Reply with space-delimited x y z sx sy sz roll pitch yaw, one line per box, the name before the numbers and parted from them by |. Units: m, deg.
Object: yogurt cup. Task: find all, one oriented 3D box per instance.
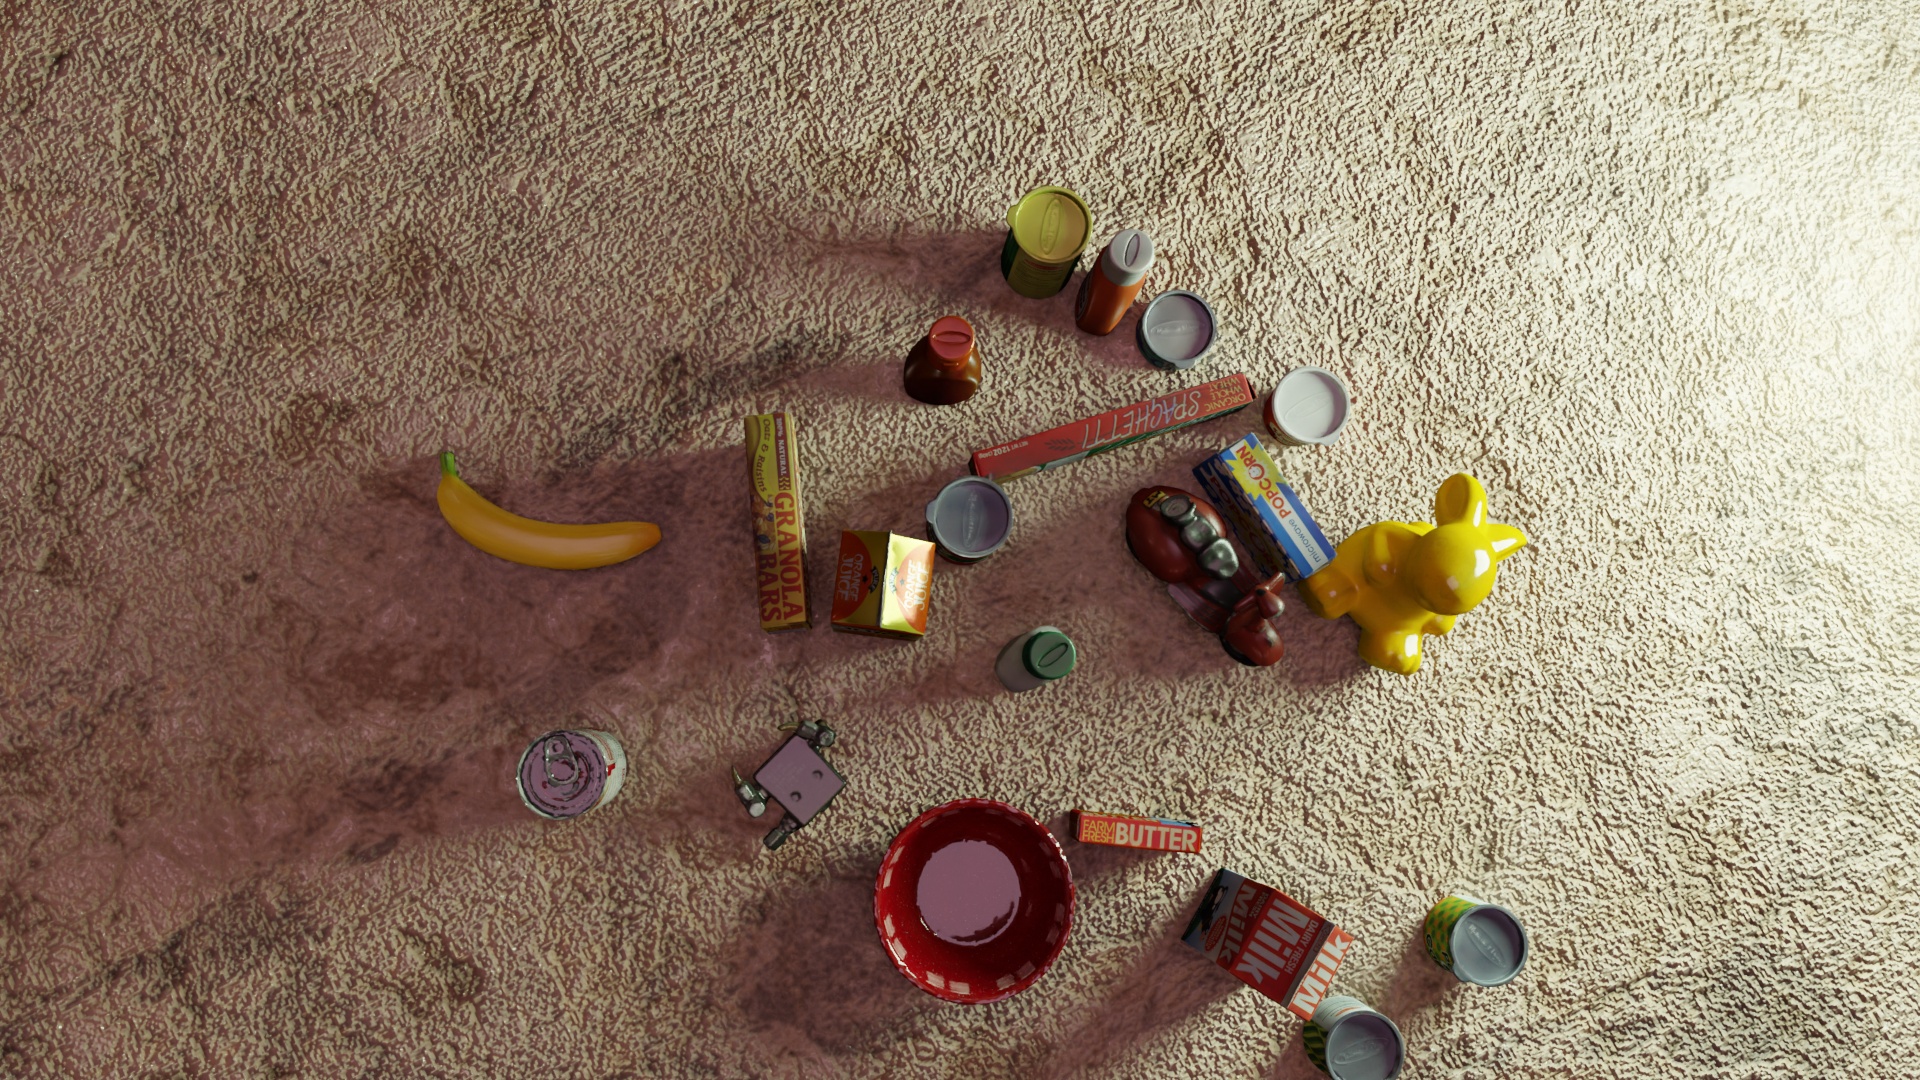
yogurt cup | 0.296 -0.113 1.203 0.072 0.054 0.072 1 83 -5

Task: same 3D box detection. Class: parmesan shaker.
parmesan shaker | 0.068 -0.252 1.177 0.071 0.103 0.071 1 83 -4

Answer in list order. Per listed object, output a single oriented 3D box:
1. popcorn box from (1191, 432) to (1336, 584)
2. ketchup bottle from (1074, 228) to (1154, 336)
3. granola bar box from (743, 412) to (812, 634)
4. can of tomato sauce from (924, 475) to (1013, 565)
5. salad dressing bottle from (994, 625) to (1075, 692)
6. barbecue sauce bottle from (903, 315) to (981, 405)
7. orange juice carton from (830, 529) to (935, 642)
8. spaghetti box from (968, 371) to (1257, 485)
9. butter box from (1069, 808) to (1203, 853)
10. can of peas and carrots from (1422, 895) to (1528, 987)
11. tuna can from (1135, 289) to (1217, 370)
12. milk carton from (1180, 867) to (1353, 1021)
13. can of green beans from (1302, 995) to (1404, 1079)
popcorn box | 0.255 -0.024 1.173 0.038 0.085 0.126 -34 87 -7
ketchup bottle | 0.129 -0.218 1.154 0.043 0.148 0.065 16 82 -2
granola bar box | -0.145 -0.010 1.119 0.039 0.124 0.165 -5 84 -5
can of tomato sauce | 0.004 -0.014 1.152 0.071 0.083 0.071 1 83 -4
salad dressing bottle | 0.062 0.094 1.111 0.064 0.147 0.044 -36 87 -7
barbecue sauce bottle | -0.012 -0.146 1.134 0.065 0.148 0.043 2 83 -4
orange juice carton | -0.061 0.037 1.085 0.073 0.192 0.072 8 83 -4
spaghetti box | 0.129 -0.093 1.189 0.250 0.050 0.028 -17 85 -7
butter box | 0.143 0.240 1.147 0.103 0.053 0.024 7 83 -4
can of peas and carrots | 0.426 0.334 1.155 0.071 0.058 0.071 1 83 -4
tuna can | 0.188 -0.181 1.213 0.071 0.033 0.071 1 83 -5
milk carton | 0.240 0.312 1.076 0.073 0.190 0.072 32 82 0
can of green beans | 0.321 0.412 1.137 0.071 0.057 0.071 1 83 -5
